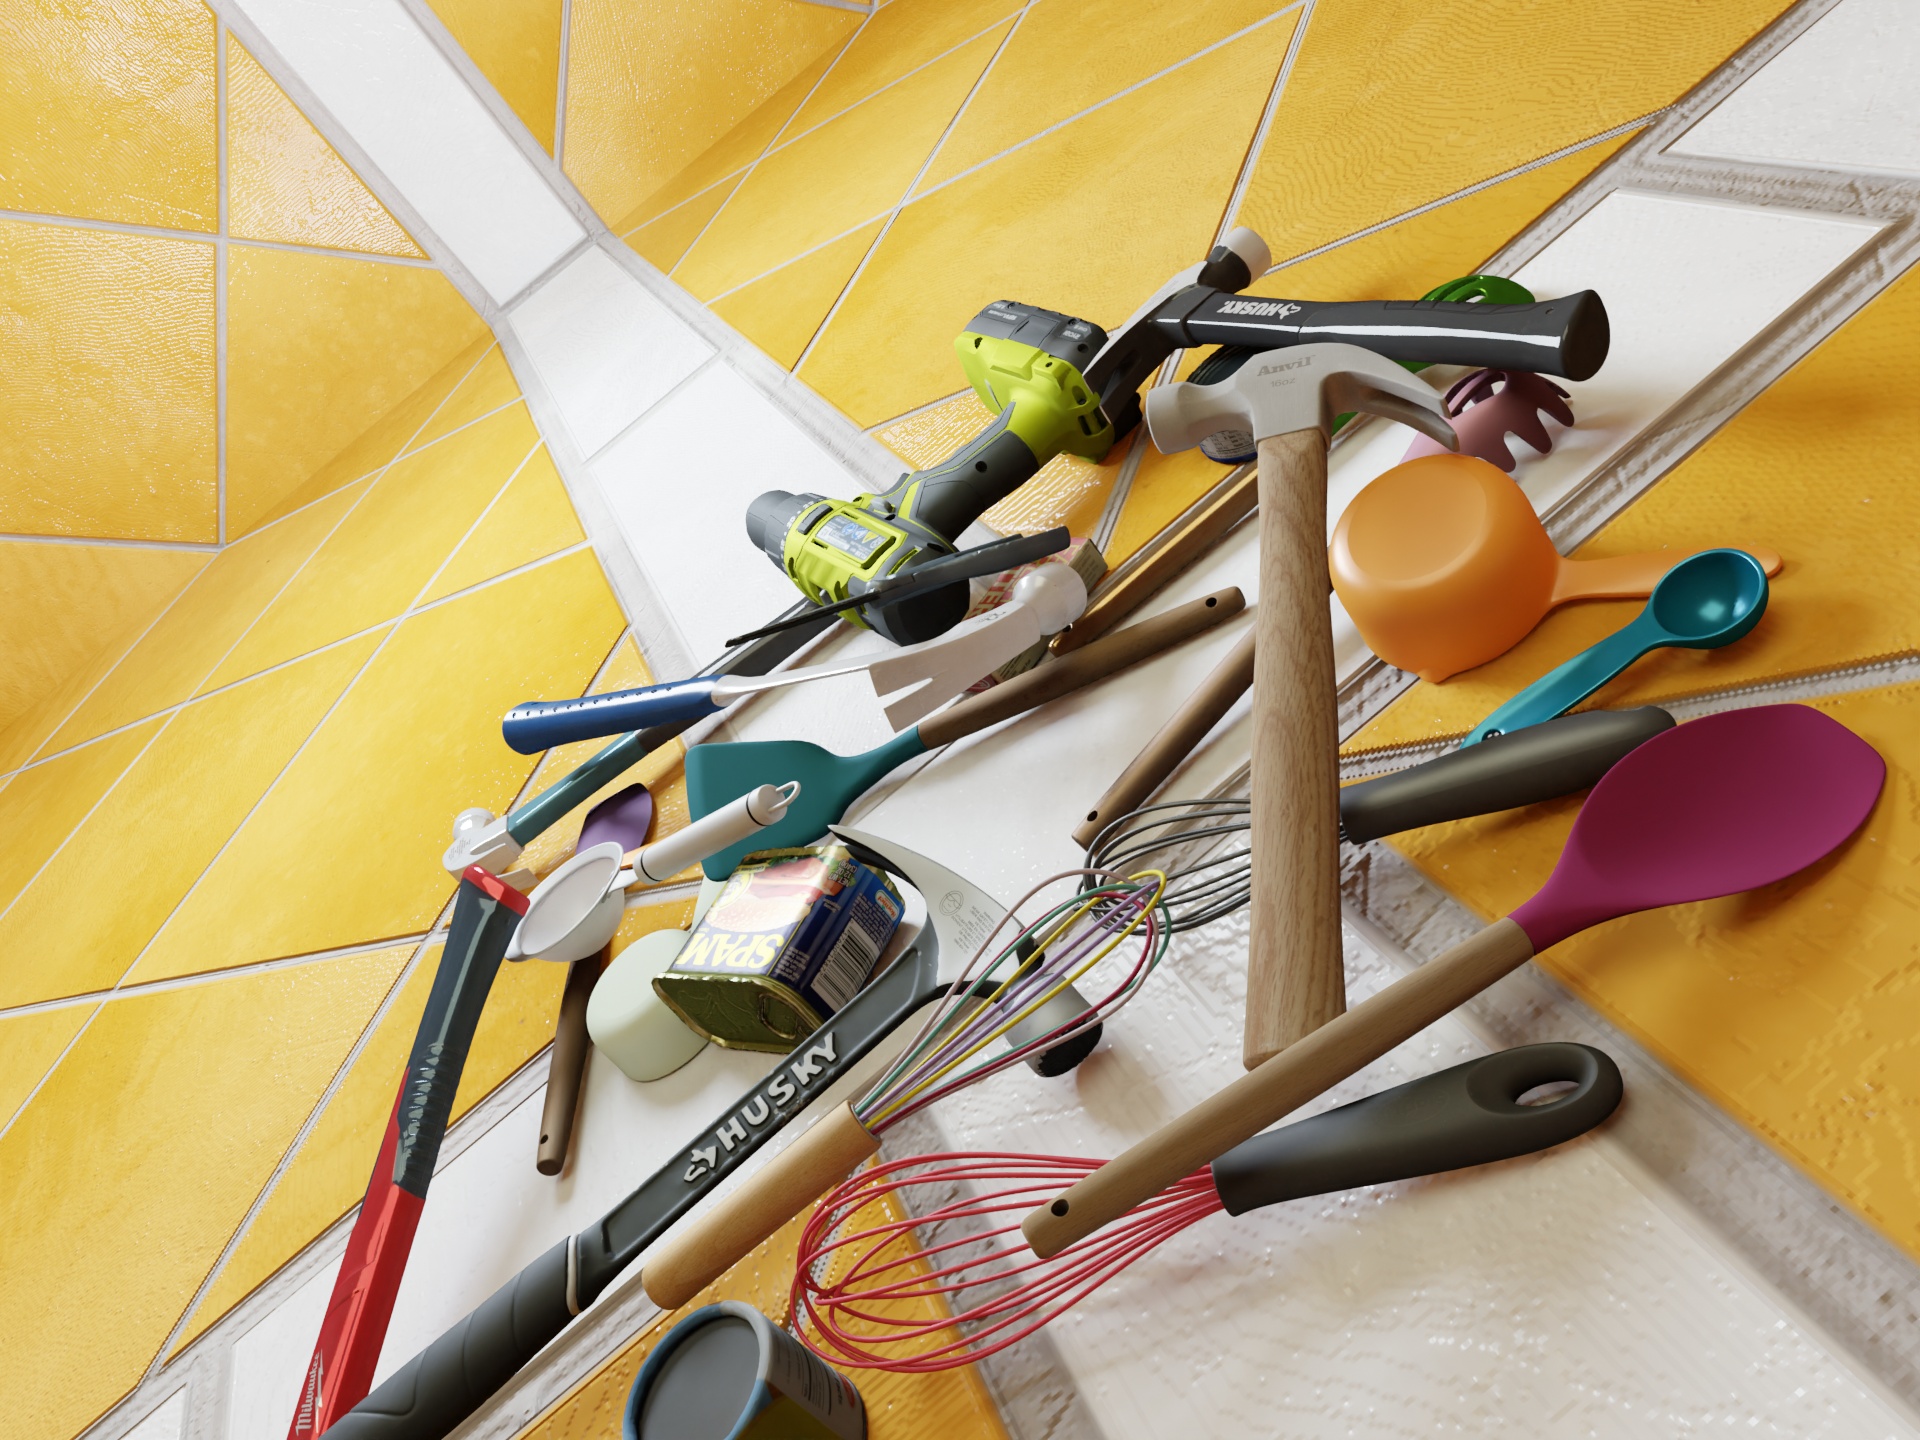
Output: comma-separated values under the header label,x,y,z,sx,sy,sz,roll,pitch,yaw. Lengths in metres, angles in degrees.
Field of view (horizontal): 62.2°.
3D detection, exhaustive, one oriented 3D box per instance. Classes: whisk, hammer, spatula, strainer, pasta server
label,x,y,z,sx,sy,sz,roll,pitch,yaw
whisk,0.151,0.038,0.612,0.239,0.055,0.055,-19,35,23
whisk,-0.018,0.135,0.592,0.245,0.051,0.047,-39,39,0
hammer,-0.196,0.004,1.030,0.331,0.033,0.128,-36,23,0
whisk,0.069,0.157,0.529,0.296,0.073,0.073,-21,34,18
hammer,-0.141,0.203,0.638,0.409,0.036,0.149,-40,54,-7
hammer,0.190,-0.198,0.814,0.146,0.035,0.335,-42,29,-10
hammer,-0.284,0.242,0.760,0.143,0.038,0.387,-22,44,29
hammer,0.132,-0.021,0.615,0.130,0.031,0.332,-10,53,25
spatula,-0.001,-0.003,0.828,0.317,0.044,0.082,-24,62,20
strainer,-0.166,0.081,0.837,0.258,0.050,0.087,-28,27,39
spatula,-0.210,0.131,0.905,0.060,0.018,0.316,-28,31,13
hammer,-0.128,-0.017,0.892,0.405,0.035,0.144,-9,18,40
pasta server,0.165,-0.054,0.736,0.316,0.040,0.060,-47,31,-6

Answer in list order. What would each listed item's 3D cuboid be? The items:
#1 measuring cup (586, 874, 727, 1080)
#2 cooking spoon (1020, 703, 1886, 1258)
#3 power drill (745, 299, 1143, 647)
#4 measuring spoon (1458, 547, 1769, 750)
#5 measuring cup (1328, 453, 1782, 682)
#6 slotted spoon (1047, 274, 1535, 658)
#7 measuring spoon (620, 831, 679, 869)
label,x,y,z,sx,sy,sz,roll,pitch,yaw
measuring cup,-0.150,0.111,0.843,0.083,0.038,0.168,-22,36,27
cooking spoon,0.158,0.083,0.510,0.319,0.017,0.069,-30,45,-7
power drill,-0.017,-0.156,0.988,0.228,0.080,0.191,-45,43,-13
measuring spoon,0.249,-0.017,0.607,0.128,0.021,0.042,-38,35,21
measuring cup,0.232,-0.070,0.642,0.174,0.052,0.095,-1,59,40
slotted spoon,0.169,-0.136,0.838,0.314,0.031,0.070,-40,30,2
measuring spoon,-0.171,0.070,0.934,0.117,0.011,0.021,-19,32,16
